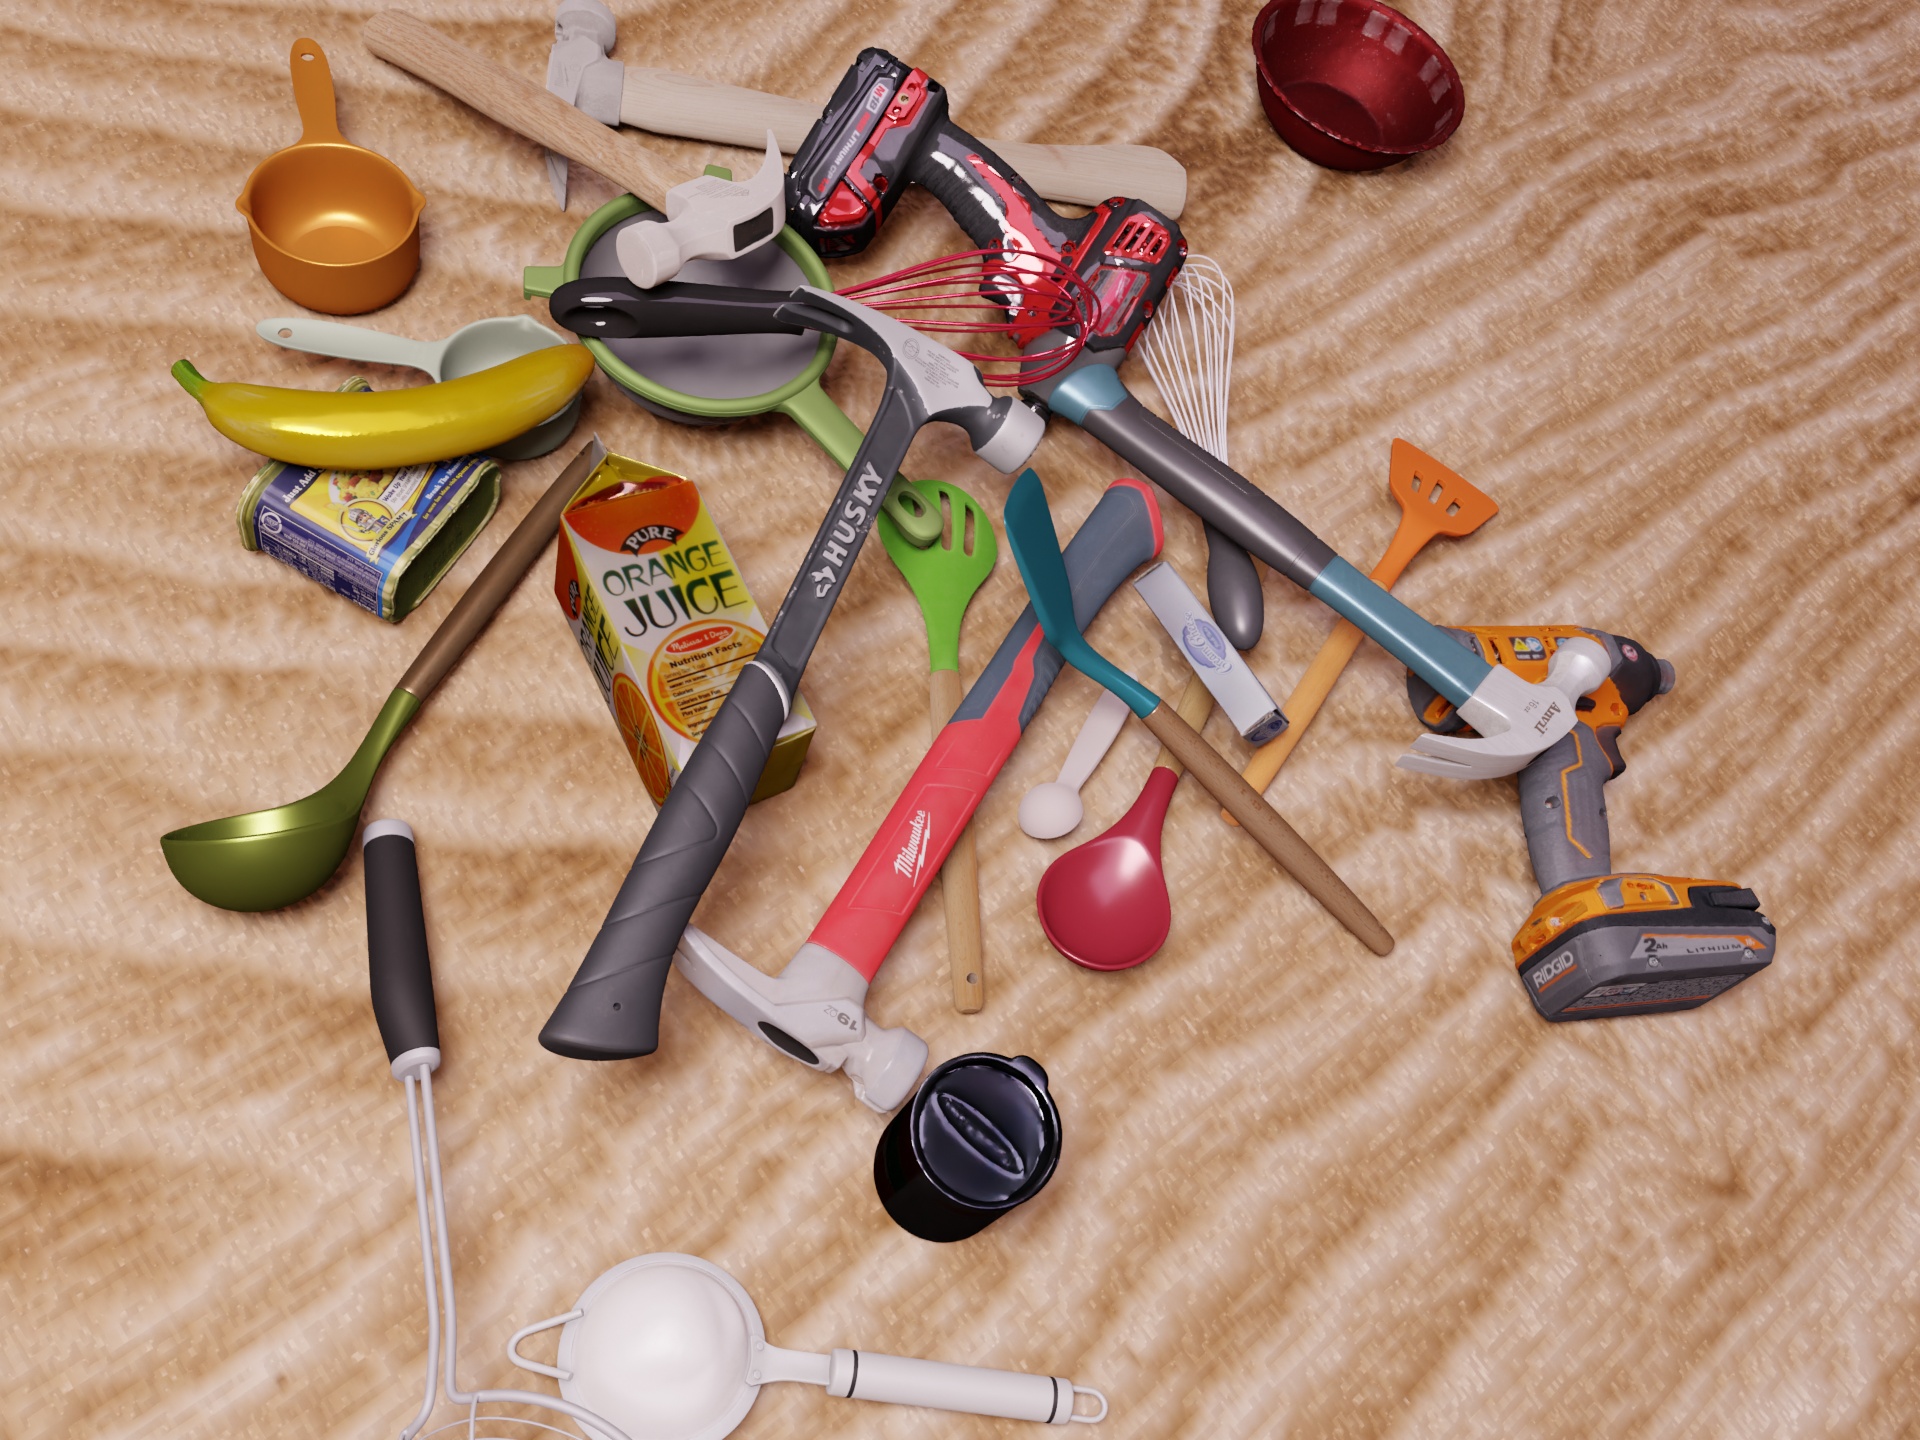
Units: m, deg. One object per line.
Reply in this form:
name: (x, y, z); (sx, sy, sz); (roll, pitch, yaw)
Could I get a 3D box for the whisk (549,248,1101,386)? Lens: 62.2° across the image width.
whisk: (-0.065, -0.214, 0.840); (0.295, 0.073, 0.073); (-2, 64, -15)

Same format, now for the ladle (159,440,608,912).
ladle: (-0.260, -0.039, 0.768); (0.078, 0.062, 0.320); (-1, 47, 33)

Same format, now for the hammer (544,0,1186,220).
hammer: (-0.052, -0.358, 1.007); (0.410, 0.038, 0.146); (5, 63, -14)

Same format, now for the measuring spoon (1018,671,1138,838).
measuring spoon: (0.066, 0.012, 0.848); (0.034, 0.018, 0.124); (10, 50, 30)

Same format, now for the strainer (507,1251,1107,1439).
strainer: (-0.057, 0.272, 0.670); (0.258, 0.050, 0.087); (13, 46, -13)

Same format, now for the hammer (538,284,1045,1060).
hammer: (-0.084, -0.032, 0.723); (0.149, 0.036, 0.409); (34, 58, -18)

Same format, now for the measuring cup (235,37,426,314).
measuring cup: (-0.351, -0.300, 0.882); (0.095, 0.052, 0.174); (-9, 64, -20)

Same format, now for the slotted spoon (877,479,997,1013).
slotted spoon: (-0.004, -0.001, 0.837); (0.070, 0.031, 0.314); (5, 63, -18)

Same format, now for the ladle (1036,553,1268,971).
ladle: (0.119, 0.009, 0.867); (0.069, 0.031, 0.316); (25, 57, 6)

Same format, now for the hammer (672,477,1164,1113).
hammer: (-0.001, -0.003, 0.801); (0.143, 0.038, 0.386); (37, 56, -6)

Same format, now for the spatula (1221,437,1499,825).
spatula: (0.232, -0.057, 0.938); (0.081, 0.041, 0.323); (35, 63, 5)

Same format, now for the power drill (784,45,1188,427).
power drill: (0.009, -0.276, 0.930); (0.219, 0.078, 0.143); (31, 89, -3)

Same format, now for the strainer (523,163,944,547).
strainer: (-0.110, -0.180, 0.881); (0.256, 0.069, 0.151); (46, 59, 3)

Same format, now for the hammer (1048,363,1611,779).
hammer: (0.187, -0.089, 0.865); (0.331, 0.033, 0.128); (39, 60, 12)

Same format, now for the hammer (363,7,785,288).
hammer: (-0.224, -0.333, 0.885); (0.331, 0.031, 0.130); (35, 51, 28)

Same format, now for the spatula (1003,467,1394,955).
spatula: (0.123, 0.006, 0.815); (0.317, 0.044, 0.082); (45, 26, -10)

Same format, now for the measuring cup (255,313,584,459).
measuring cup: (-0.285, -0.183, 0.847); (0.167, 0.038, 0.083); (10, 61, -9)

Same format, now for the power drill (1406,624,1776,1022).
power drill: (0.358, 0.045, 0.887); (0.164, 0.084, 0.227); (-2, 59, -17)

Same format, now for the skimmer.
skimmer: (-0.198, 0.203, 0.659); (0.127, 0.090, 0.364); (-32, 55, 16)

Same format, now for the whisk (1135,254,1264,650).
whisk: (0.146, -0.165, 0.943); (0.070, 0.070, 0.285); (2, 62, -15)
